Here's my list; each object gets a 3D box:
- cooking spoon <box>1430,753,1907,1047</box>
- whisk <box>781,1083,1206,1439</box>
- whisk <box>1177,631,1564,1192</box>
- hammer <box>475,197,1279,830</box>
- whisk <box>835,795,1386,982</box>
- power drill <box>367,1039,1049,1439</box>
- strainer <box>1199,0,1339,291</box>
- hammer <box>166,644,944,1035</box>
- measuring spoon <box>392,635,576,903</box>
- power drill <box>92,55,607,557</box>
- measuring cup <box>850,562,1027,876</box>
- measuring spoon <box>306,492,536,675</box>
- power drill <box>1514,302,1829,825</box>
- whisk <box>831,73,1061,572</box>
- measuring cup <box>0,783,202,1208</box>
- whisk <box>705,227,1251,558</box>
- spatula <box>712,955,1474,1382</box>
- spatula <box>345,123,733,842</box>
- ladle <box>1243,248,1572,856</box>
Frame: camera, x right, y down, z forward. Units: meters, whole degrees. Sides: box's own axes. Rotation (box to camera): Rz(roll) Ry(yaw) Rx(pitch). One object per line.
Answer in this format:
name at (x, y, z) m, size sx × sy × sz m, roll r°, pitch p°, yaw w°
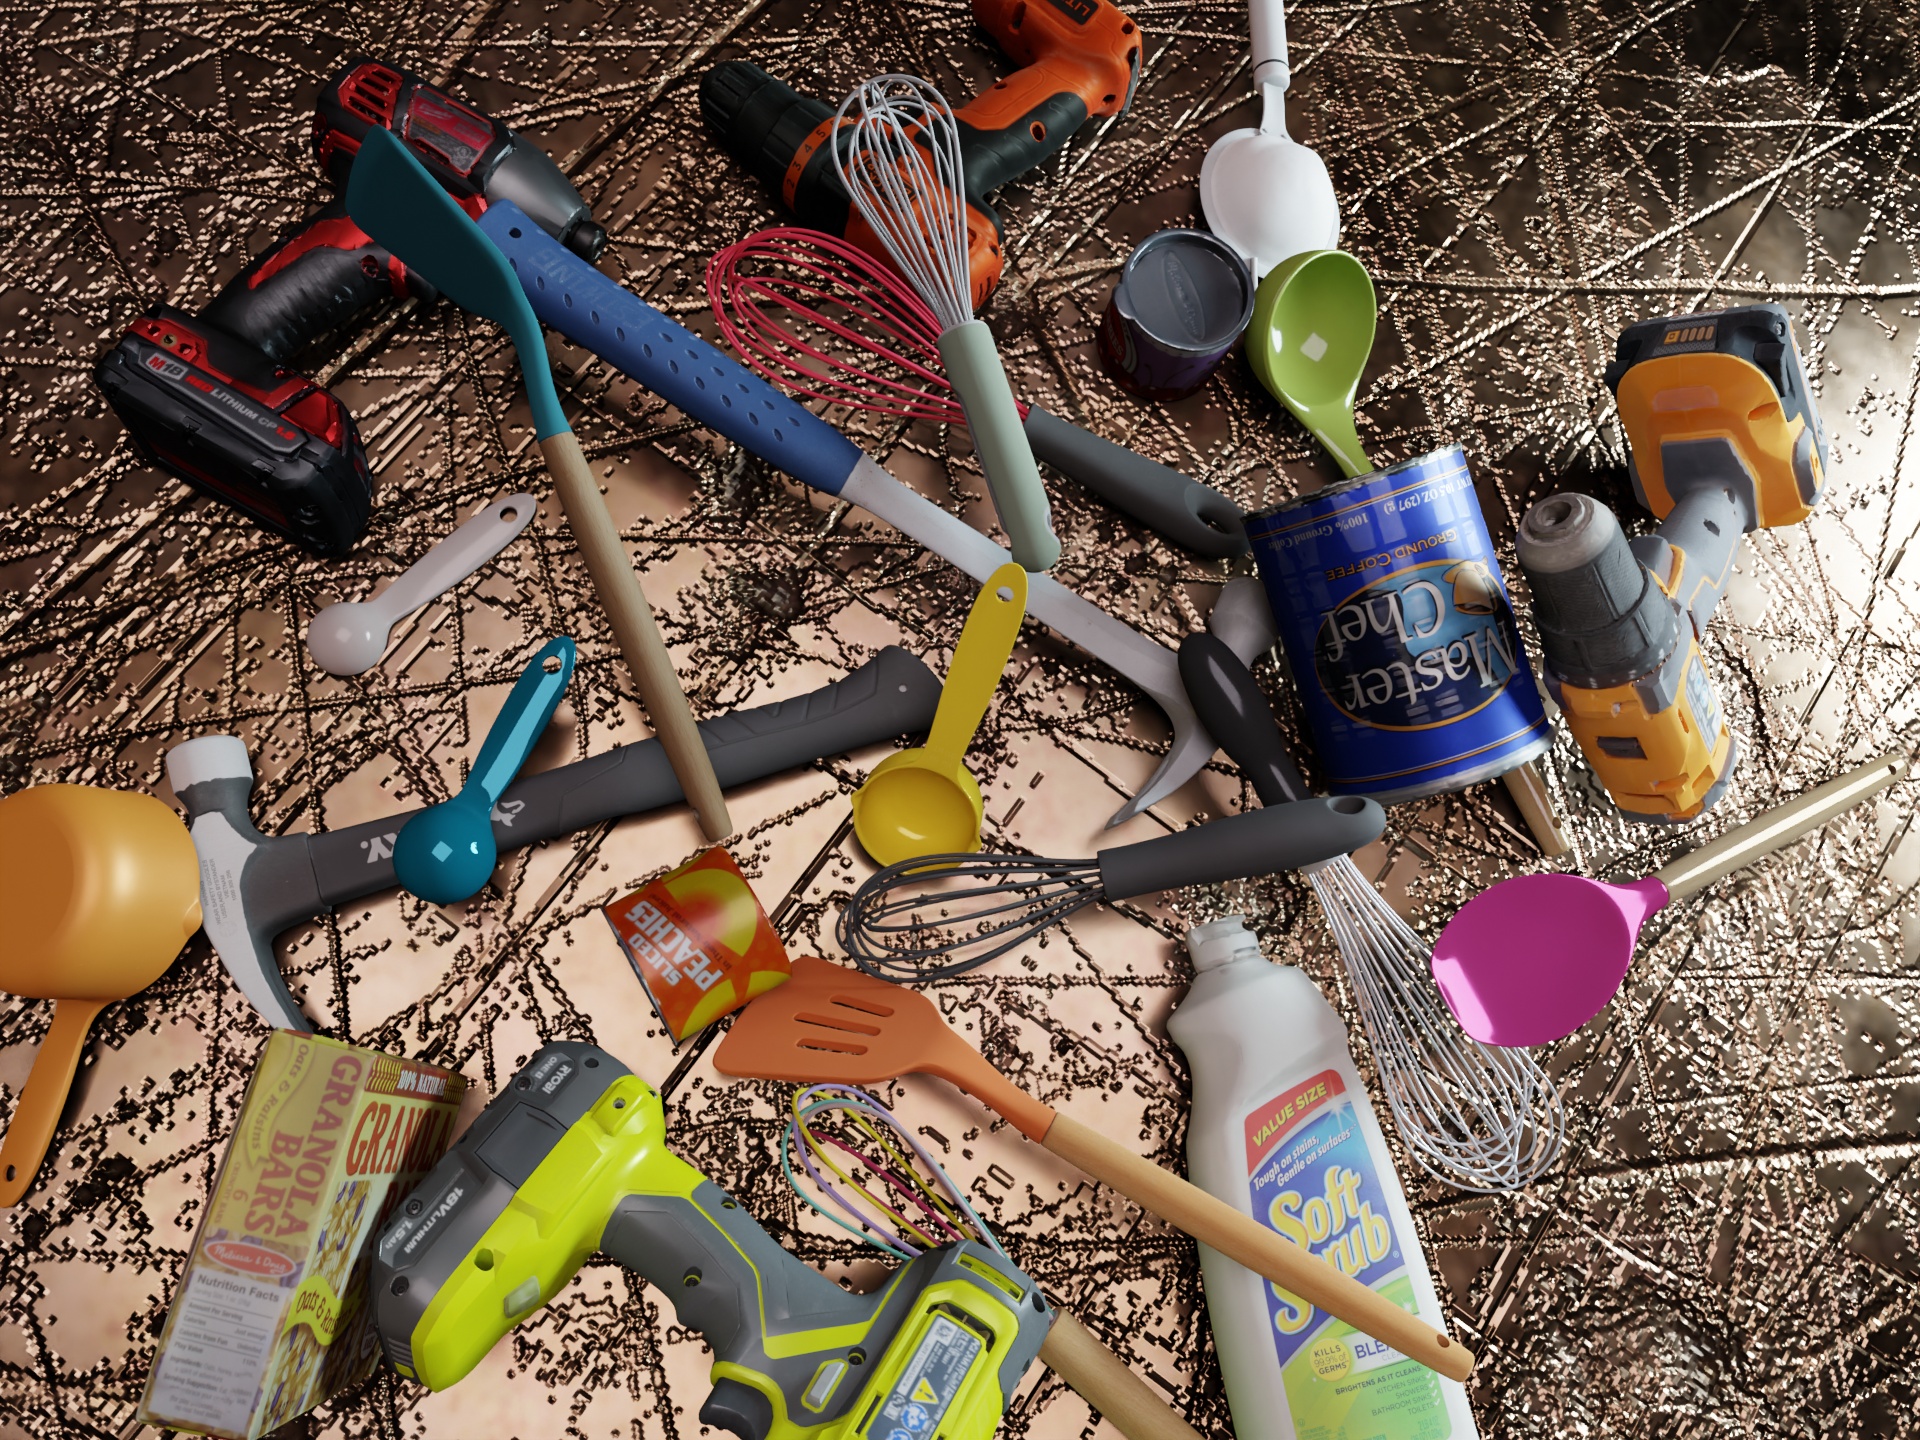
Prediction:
cooking spoon at (0.339, 0.071, 0.736) m, size 0.319 × 0.017 × 0.069 m, roll -20°, pitch 75°, yaw -25°
whisk at (0.018, 0.242, 0.668) m, size 0.245 × 0.047 × 0.051 m, roll 42°, pitch 72°, yaw 1°
whisk at (0.173, 0.085, 0.706) m, size 0.070 × 0.070 × 0.284 m, roll -31°, pitch 89°, yaw -15°
hammer at (-0.043, -0.101, 0.719) m, size 0.405 × 0.035 × 0.144 m, roll 32°, pitch 64°, yaw -7°
whisk at (0.063, 0.067, 0.677) m, size 0.239 × 0.055 × 0.055 m, roll -13°, pitch 77°, yaw 6°
power drill at (-0.100, 0.234, 0.592) m, size 0.223 × 0.080 × 0.171 m, roll 28°, pitch 50°, yaw 13°
strainer at (0.166, -0.338, 0.849) m, size 0.086 × 0.050 × 0.259 m, roll 7°, pitch 70°, yaw -22°
hammer at (-0.162, 0.036, 0.702) m, size 0.334 × 0.035 × 0.146 m, roll -17°, pitch 77°, yaw -12°
measuring spoon at (-0.198, 0.017, 0.673) m, size 0.042 × 0.021 × 0.129 m, roll 25°, pitch 73°, yaw 0°
power drill at (-0.271, -0.193, 0.731) m, size 0.143 × 0.078 × 0.220 m, roll 29°, pitch 70°, yaw 0°
measuring cup at (-0.001, -0.002, 0.692) m, size 0.062 × 0.029 × 0.156 m, roll 21°, pitch 115°, yaw 0°
measuring spoon at (-0.245, -0.067, 0.727) m, size 0.124 × 0.018 × 0.034 m, roll -42°, pitch 84°, yaw -17°
power drill at (0.322, -0.092, 0.730) m, size 0.185 × 0.084 × 0.226 m, roll 48°, pitch 59°, yaw -36°
whisk at (-0.003, -0.181, 0.719) m, size 0.059 × 0.057 × 0.246 m, roll -20°, pitch 81°, yaw 10°
measuring cup at (-0.371, 0.109, 0.634) m, size 0.095 × 0.052 × 0.174 m, roll 12°, pitch 81°, yaw 19°
whisk at (0.013, -0.153, 0.769) m, size 0.295 × 0.073 × 0.073 m, roll 27°, pitch 73°, yaw -6°
spatula at (0.054, 0.184, 0.648) m, size 0.322 × 0.041 × 0.081 m, roll 28°, pitch 36°, yaw 9°
spatula at (-0.171, -0.092, 0.672) m, size 0.044 × 0.082 × 0.317 m, roll -24°, pitch 92°, yaw -31°
ladle at (0.227, -0.084, 0.779) m, size 0.078 × 0.062 × 0.320 m, roll -21°, pitch 81°, yaw -29°
